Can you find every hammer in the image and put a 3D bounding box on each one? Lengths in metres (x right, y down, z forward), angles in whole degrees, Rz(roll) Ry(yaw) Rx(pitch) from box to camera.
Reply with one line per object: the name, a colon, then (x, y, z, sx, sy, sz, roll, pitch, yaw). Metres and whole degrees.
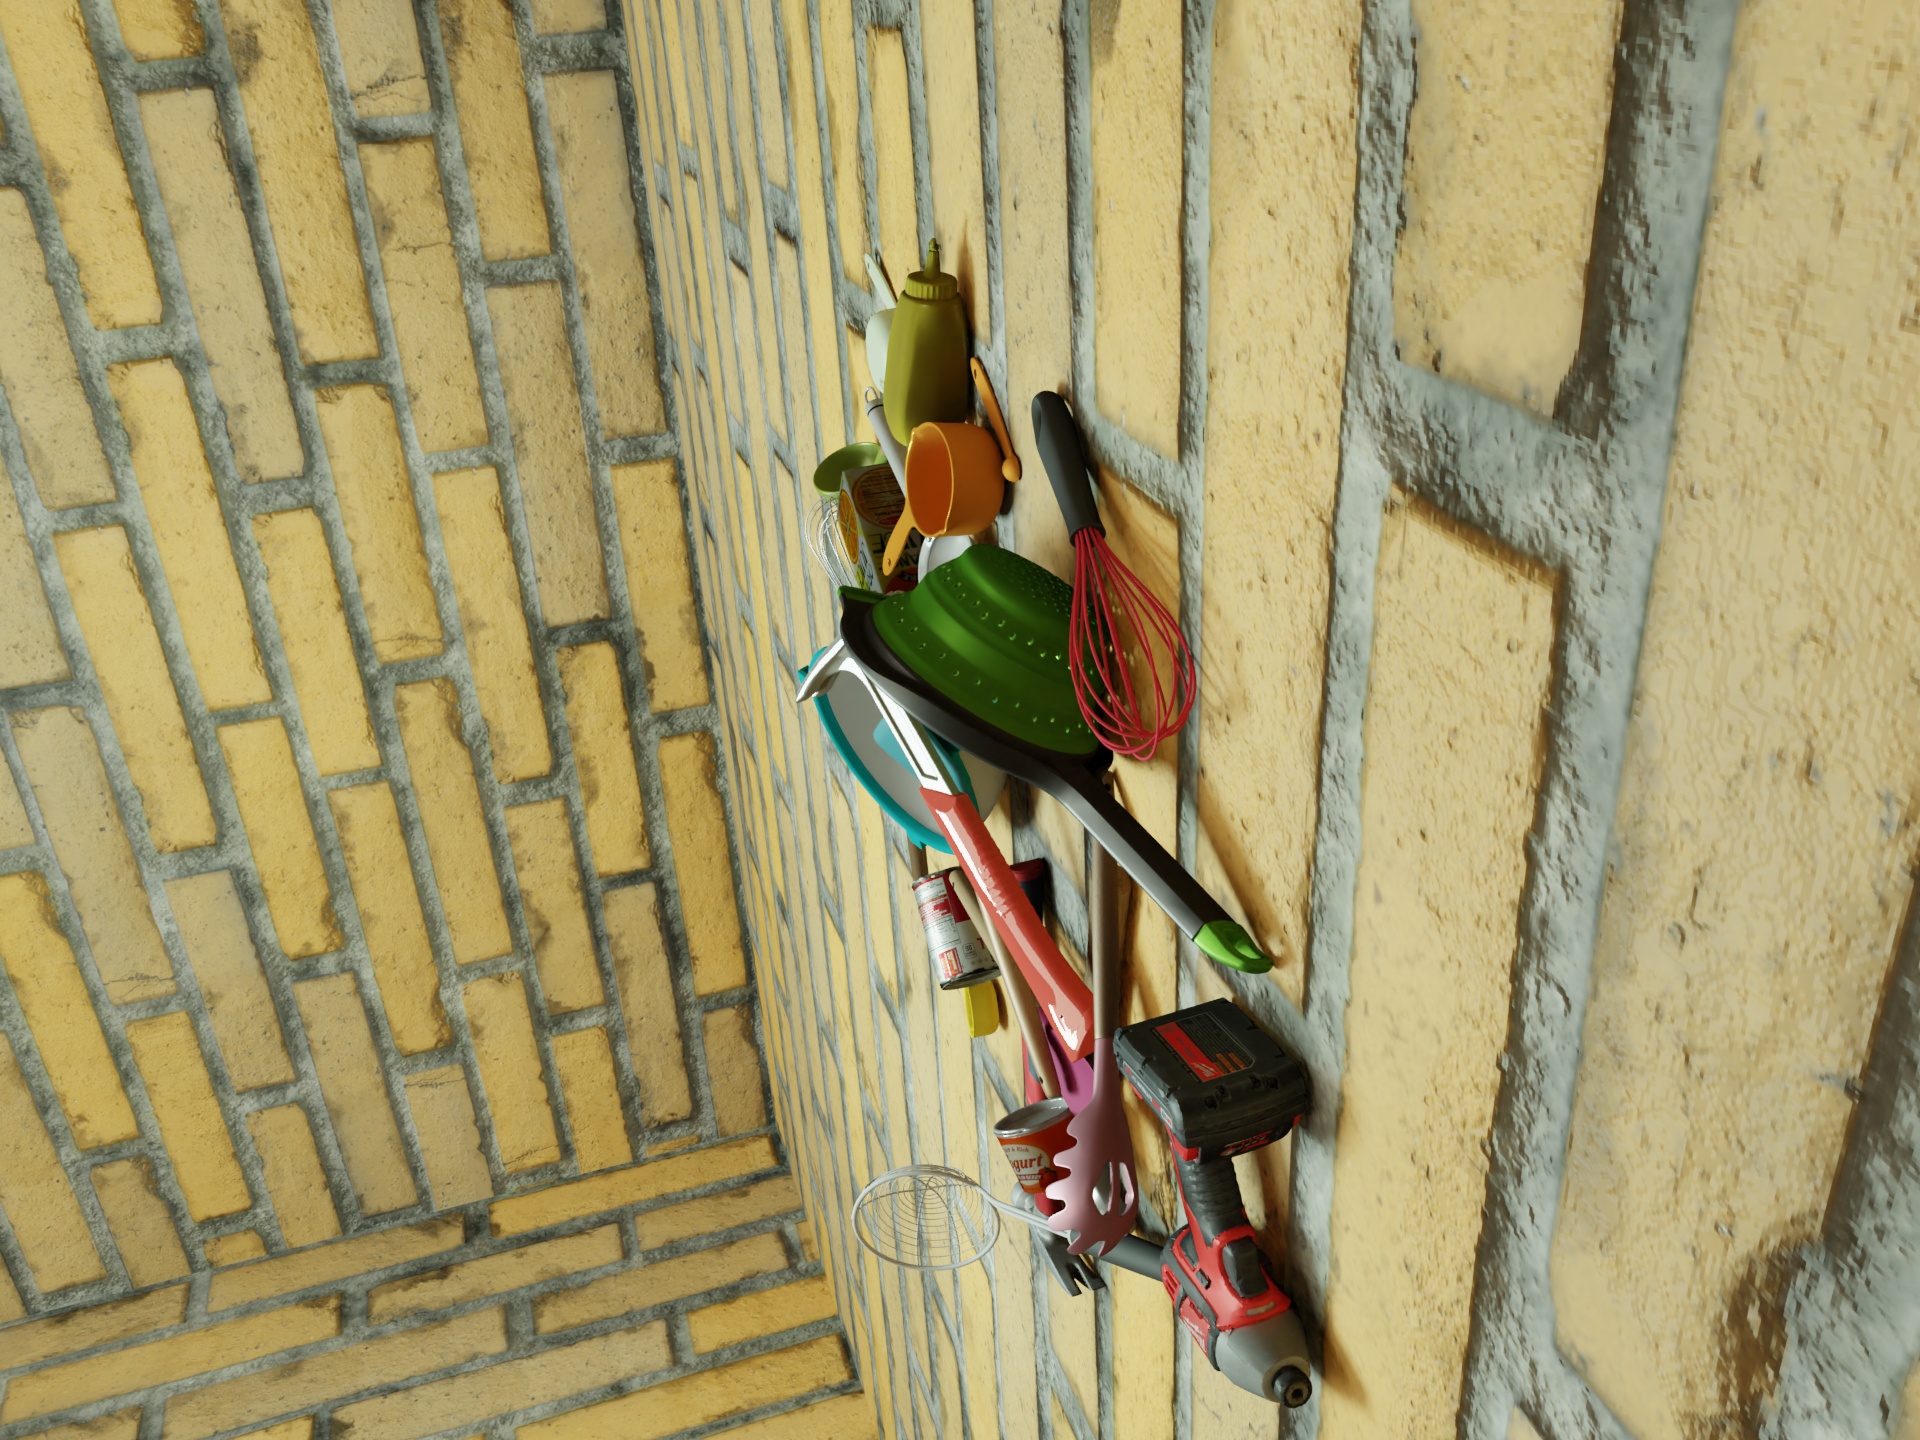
hammer: (0.000, 0.088, 1.170, 0.149, 0.036, 0.359, -43, 72, 45)
hammer: (0.072, 0.299, 1.349, 0.143, 0.038, 0.386, -134, 36, -62)
hammer: (0.103, 0.240, 1.200, 0.130, 0.031, 0.331, -120, 24, -51)

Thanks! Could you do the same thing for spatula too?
spatula: (0.011, 0.138, 1.223, 0.082, 0.044, 0.318, -44, 63, 61)
spatula: (-0.054, 0.055, 1.606, 0.059, 0.018, 0.316, 106, 159, -54)

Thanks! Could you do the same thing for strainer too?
strainer: (-0.002, -0.004, 1.290, 0.211, 0.095, 0.340, 56, 156, -8)
strainer: (-0.030, -0.179, 1.321, 0.087, 0.050, 0.259, -49, 57, 46)

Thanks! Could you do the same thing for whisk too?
whisk: (-0.081, -0.086, 1.547, 0.070, 0.070, 0.284, -140, 29, -67)
whisk: (0.084, -0.100, 0.981, 0.073, 0.073, 0.296, 99, 162, -52)

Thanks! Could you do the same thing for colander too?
colander: (0.076, -0.003, 0.998, 0.398, 0.204, 0.094, 47, 113, 36)

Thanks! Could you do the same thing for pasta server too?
pasta server: (0.091, 0.184, 1.043, 0.040, 0.060, 0.316, 141, 136, -57)

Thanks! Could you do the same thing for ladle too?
ladle: (-0.067, -0.261, 1.430, 0.062, 0.078, 0.320, 47, 160, -5)

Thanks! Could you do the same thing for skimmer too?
skimmer: (0.043, 0.423, 1.264, 0.127, 0.090, 0.363, 46, 154, -22)

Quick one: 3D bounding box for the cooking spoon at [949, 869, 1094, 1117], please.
cooking spoon: (0.053, 0.214, 1.255, 0.319, 0.017, 0.068, -125, 29, -52)

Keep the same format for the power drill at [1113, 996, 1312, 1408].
power drill: (0.159, 0.291, 0.946, 0.143, 0.078, 0.219, -137, 35, -68)

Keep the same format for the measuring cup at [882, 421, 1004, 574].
measuring cup: (-0.016, -0.165, 1.255, 0.173, 0.052, 0.095, 124, 134, -56)

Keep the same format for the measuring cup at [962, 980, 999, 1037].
measuring cup: (0.015, 0.251, 1.573, 0.157, 0.029, 0.062, -103, 9, -59)

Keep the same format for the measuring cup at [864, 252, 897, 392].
measuring cup: (-0.072, -0.355, 1.403, 0.083, 0.038, 0.168, 100, 152, -54)

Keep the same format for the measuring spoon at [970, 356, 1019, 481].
measuring spoon: (0.023, -0.227, 1.194, 0.021, 0.011, 0.117, 106, 150, -60)
